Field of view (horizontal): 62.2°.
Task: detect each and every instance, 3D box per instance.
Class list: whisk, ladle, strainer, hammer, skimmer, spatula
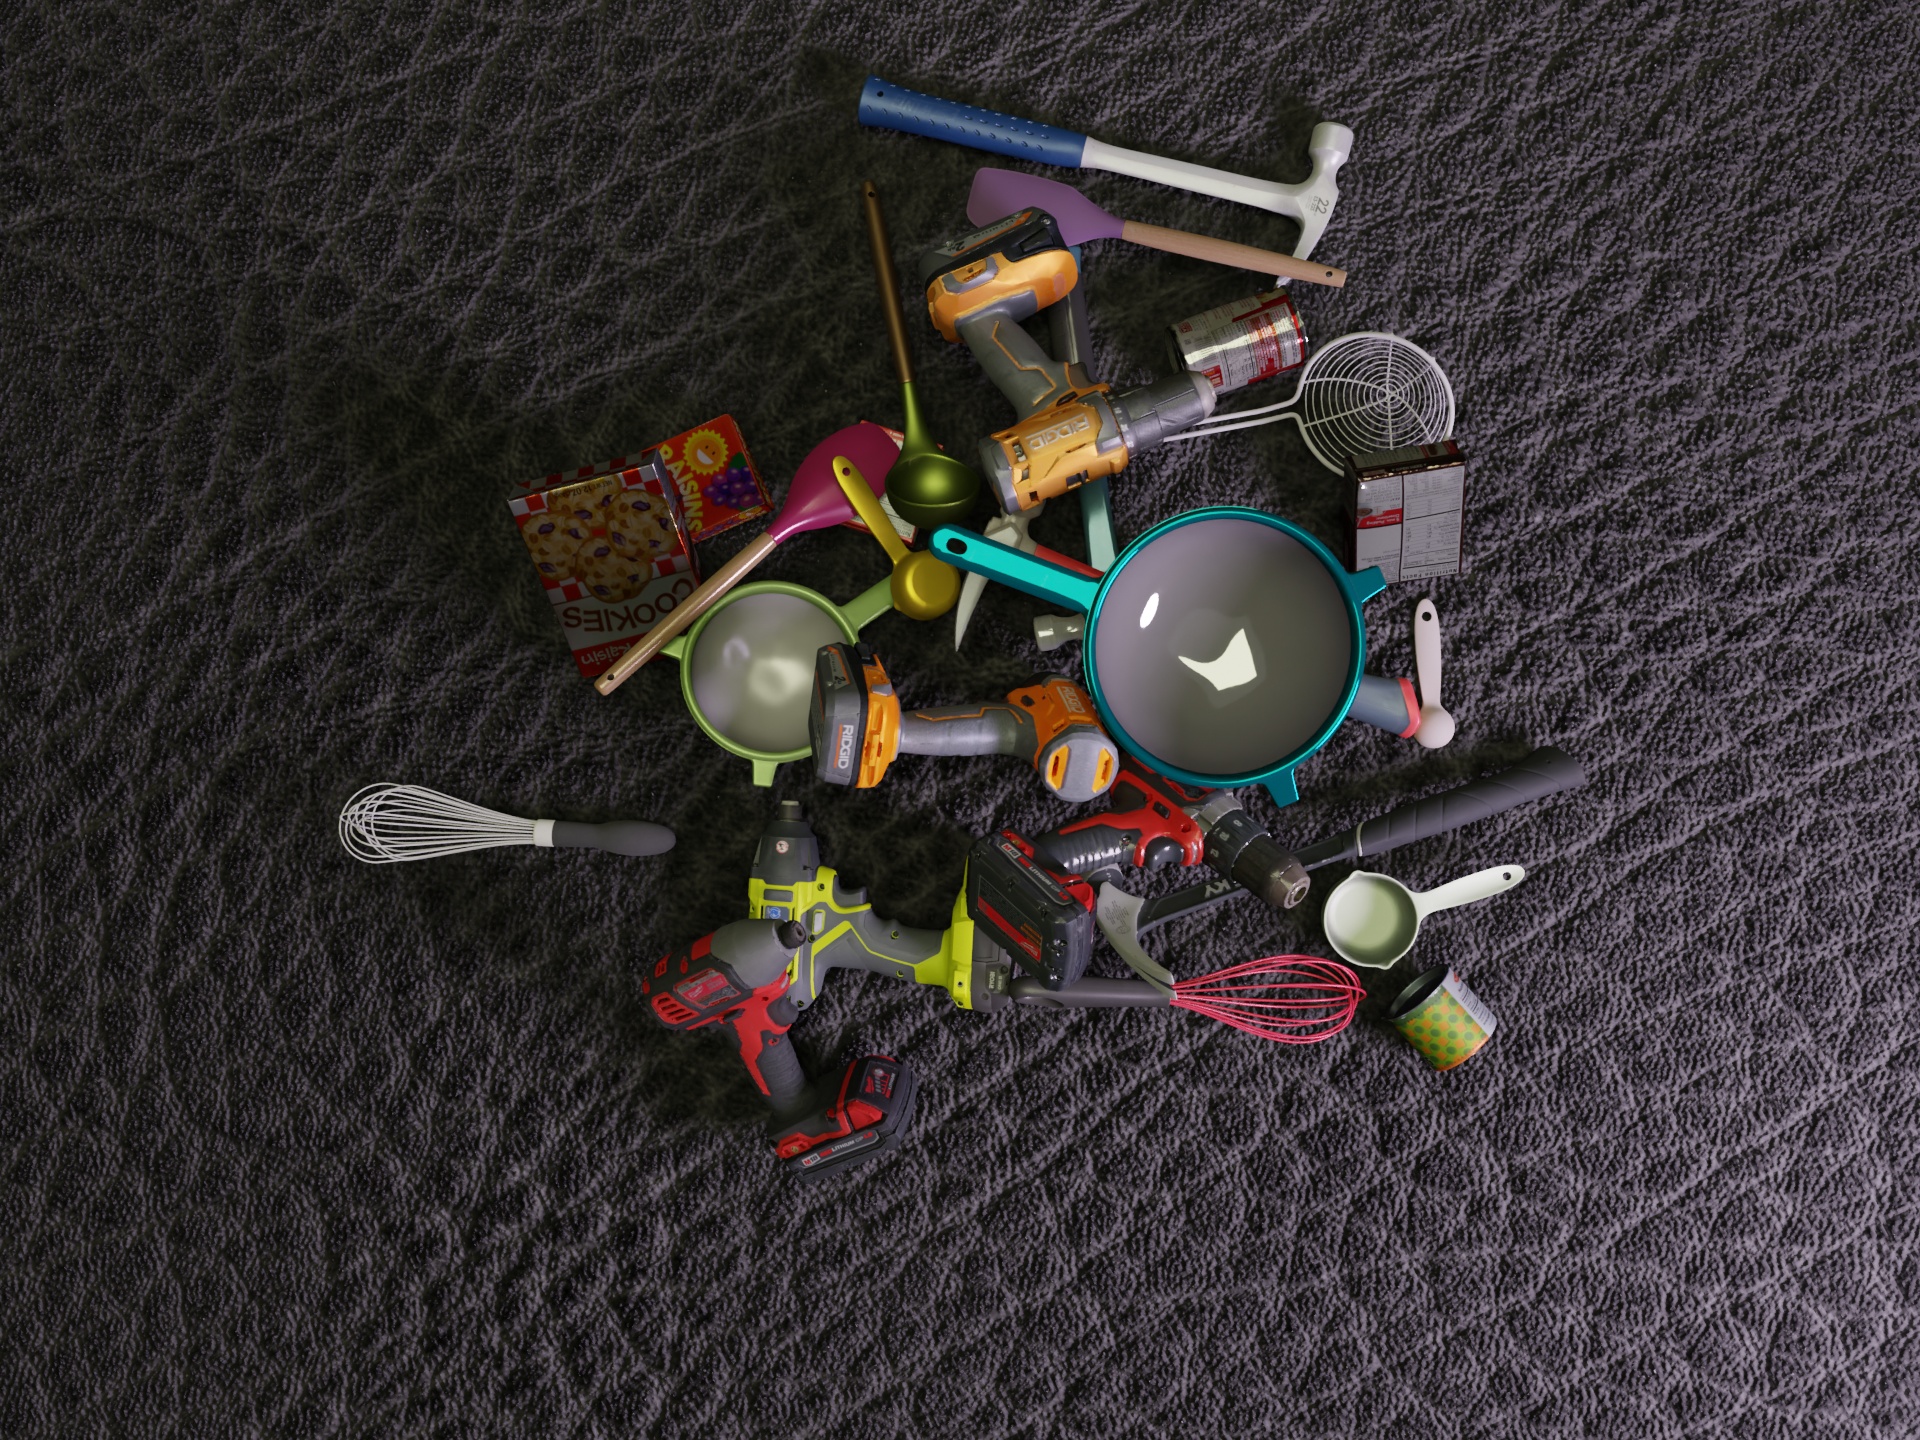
[{"bbox_3d":[0.183,0.220,1.272,0.295,0.073,0.073,3,89,-9],"label":"whisk"},{"bbox_3d":[-0.046,-0.306,1.309,0.078,0.062,0.320,-8,78,-13],"label":"ladle"},{"bbox_3d":[0.137,-0.081,1.222,0.340,0.095,0.211,21,97,-2],"label":"strainer"},{"bbox_3d":[0.187,-0.056,1.292,0.386,0.038,0.143,22,98,-4],"label":"hammer"},{"bbox_3d":[0.103,-0.230,1.327,0.128,0.033,0.331,-8,88,4],"label":"hammer"},{"bbox_3d":[0.204,-0.227,1.268,0.363,0.090,0.127,-11,119,-5],"label":"skimmer"},{"bbox_3d":[-0.383,0.094,1.346,0.284,0.070,0.070,4,89,0],"label":"whisk"},{"bbox_3d":[0.306,0.104,1.278,0.409,0.149,0.036,-19,131,-3],"label":"hammer"},{"bbox_3d":[0.158,-0.394,1.300,0.316,0.018,0.060,15,97,9],"label":"spatula"},{"bbox_3d":[-0.115,-0.065,1.332,0.256,0.069,0.151,-36,87,-15],"label":"strainer"},{"bbox_3d":[0.112,-0.468,1.330,0.405,0.035,0.144,15,90,4],"label":"hammer"}]

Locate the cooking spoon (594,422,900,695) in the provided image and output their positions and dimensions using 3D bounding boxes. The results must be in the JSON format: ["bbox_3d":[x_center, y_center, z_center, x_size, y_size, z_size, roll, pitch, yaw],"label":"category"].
[{"bbox_3d":[-0.173,-0.130,1.289,0.319,0.017,0.069,-44,84,-12],"label":"cooking spoon"}]

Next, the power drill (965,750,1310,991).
[{"bbox_3d":[0.137,0.116,1.221,0.226,0.080,0.188,-27,48,-30],"label":"power drill"}]

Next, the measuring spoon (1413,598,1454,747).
[{"bbox_3d":[0.388,-0.039,1.311,0.034,0.018,0.124,-4,88,4],"label":"measuring spoon"}]

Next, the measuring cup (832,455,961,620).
[{"bbox_3d":[-0.054,-0.152,1.298,0.062,0.029,0.156,-39,103,-20],"label":"measuring cup"}]

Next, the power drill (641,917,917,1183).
[{"bbox_3d":[-0.136,0.252,1.262,0.143,0.079,0.219,-29,109,22],"label":"power drill"}]

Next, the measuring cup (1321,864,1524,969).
[{"bbox_3d":[0.376,0.147,1.300,0.167,0.038,0.083,-18,88,1],"label":"measuring cup"}]

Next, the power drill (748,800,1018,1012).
[{"bbox_3d":[-0.064,0.157,1.311,0.223,0.080,0.171,3,90,7],"label":"power drill"}]

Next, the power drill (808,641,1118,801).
[{"bbox_3d":[-0.002,-0.004,1.250,0.226,0.164,0.084,5,114,-11],"label":"power drill"}]

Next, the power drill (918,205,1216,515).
[{"bbox_3d":[0.080,-0.289,1.247,0.185,0.084,0.226,-22,69,3],"label":"power drill"}]
